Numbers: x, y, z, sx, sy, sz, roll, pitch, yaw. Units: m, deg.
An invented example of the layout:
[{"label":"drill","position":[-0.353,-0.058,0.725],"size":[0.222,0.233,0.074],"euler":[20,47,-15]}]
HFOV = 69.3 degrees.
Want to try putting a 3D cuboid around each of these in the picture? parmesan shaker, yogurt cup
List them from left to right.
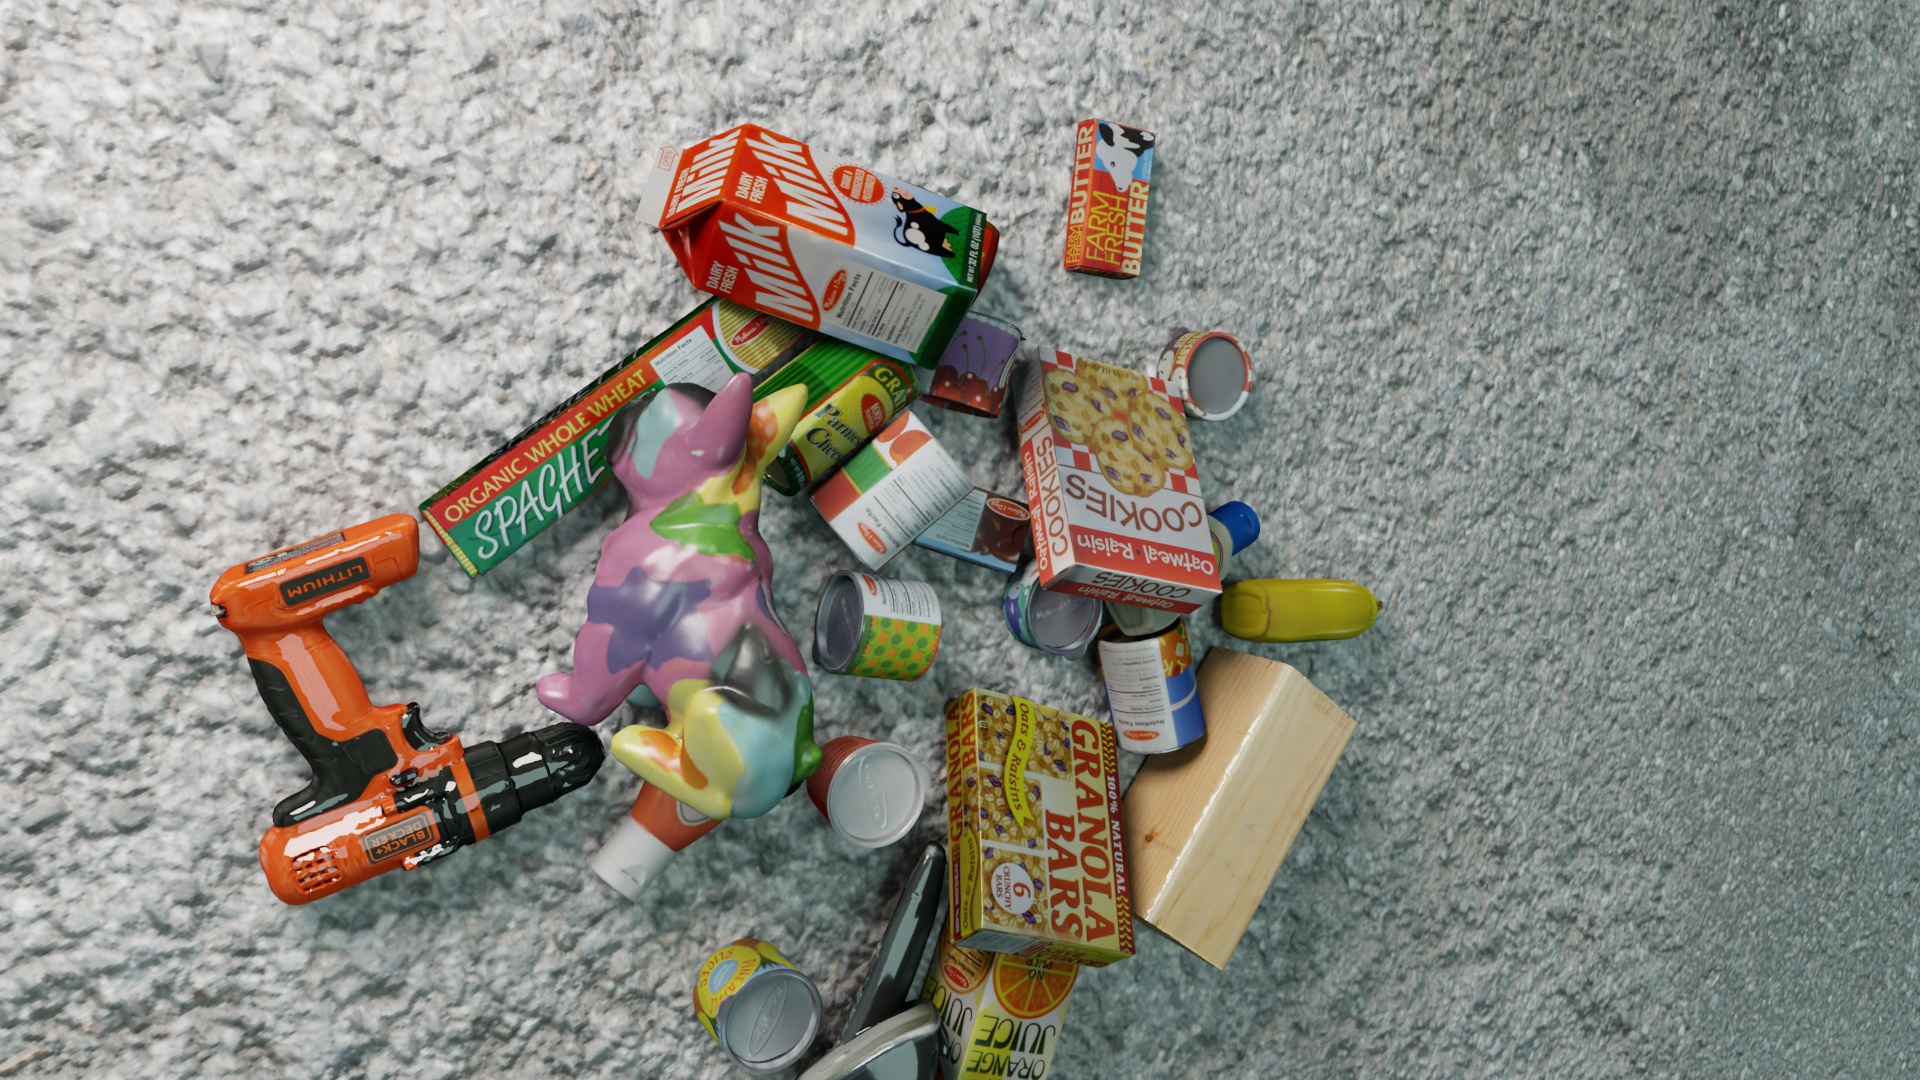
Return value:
[{"label":"parmesan shaker","position":[-0.085,-0.081,0.852],"size":[0.103,0.071,0.071],"euler":[-41,114,-19]},{"label":"yogurt cup","position":[-0.064,0.158,0.895],"size":[0.072,0.054,0.072],"euler":[-4,98,-29]}]

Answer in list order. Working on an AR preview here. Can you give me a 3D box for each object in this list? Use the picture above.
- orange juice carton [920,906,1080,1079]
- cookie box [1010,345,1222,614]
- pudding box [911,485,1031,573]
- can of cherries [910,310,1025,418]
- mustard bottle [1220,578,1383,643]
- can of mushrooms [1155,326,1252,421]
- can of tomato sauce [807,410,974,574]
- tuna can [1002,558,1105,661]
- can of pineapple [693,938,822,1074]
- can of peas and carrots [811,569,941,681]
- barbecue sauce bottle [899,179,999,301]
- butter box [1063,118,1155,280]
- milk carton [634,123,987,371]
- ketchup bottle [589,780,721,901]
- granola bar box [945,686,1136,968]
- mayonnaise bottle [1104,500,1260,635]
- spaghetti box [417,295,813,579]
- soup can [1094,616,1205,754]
[{"label":"orange juice carton","position":[0.017,0.335,0.950],"size":[0.072,0.073,0.192],"euler":[20,86,-29]},{"label":"cookie box","position":[0.102,-0.039,0.930],"size":[0.123,0.040,0.168],"euler":[11,57,-30]},{"label":"pudding box","position":[0.003,-0.012,0.928],"size":[0.084,0.030,0.049],"euler":[18,86,-30]},{"label":"can of cherries","position":[0.003,-0.114,0.895],"size":[0.071,0.071,0.058],"euler":[16,88,-30]},{"label":"mustard bottle","position":[0.275,0.054,1.071],"size":[0.160,0.065,0.049],"euler":[1,91,-33]},{"label":"can of mushrooms","position":[0.177,-0.122,1.012],"size":[0.071,0.033,0.071],"euler":[-4,98,-28]},{"label":"can of tomato sauce","position":[-0.044,-0.032,0.867],"size":[0.083,0.071,0.071],"euler":[-40,115,1]},{"label":"tuna can","position":[0.065,0.047,0.968],"size":[0.071,0.033,0.071],"euler":[-4,97,-29]},{"label":"can of pineapple","position":[-0.129,0.290,0.871],"size":[0.071,0.058,0.071],"euler":[-4,97,-29]},{"label":"can of peas and carrots","position":[-0.054,0.057,0.885],"size":[0.059,0.071,0.071],"euler":[10,91,-30]},{"label":"barbecue sauce bottle","position":[-0.049,-0.199,0.870],"size":[0.148,0.044,0.065],"euler":[22,91,-29]},{"label":"butter box","position":[0.103,-0.235,0.963],"size":[0.053,0.024,0.103],"euler":[4,93,-30]},{"label":"milk carton","position":[-0.087,-0.175,0.801],"size":[0.191,0.073,0.073],"euler":[17,51,-14]},{"label":"ketchup bottle","position":[-0.162,0.149,0.846],"size":[0.064,0.043,0.149],"euler":[46,74,-26]},{"label":"granola bar box","position":[0.052,0.190,0.925],"size":[0.124,0.039,0.166],"euler":[19,52,-30]},{"label":"mayonnaise bottle","position":[0.160,0.013,0.995],"size":[0.149,0.041,0.064],"euler":[-28,98,-40]},{"label":"spaghetti box","position":[-0.196,-0.073,0.809],"size":[0.251,0.028,0.050],"euler":[-40,113,-20]},{"label":"soup can","position":[0.137,0.100,0.997],"size":[0.071,0.071,0.083],"euler":[-19,104,-26]}]
